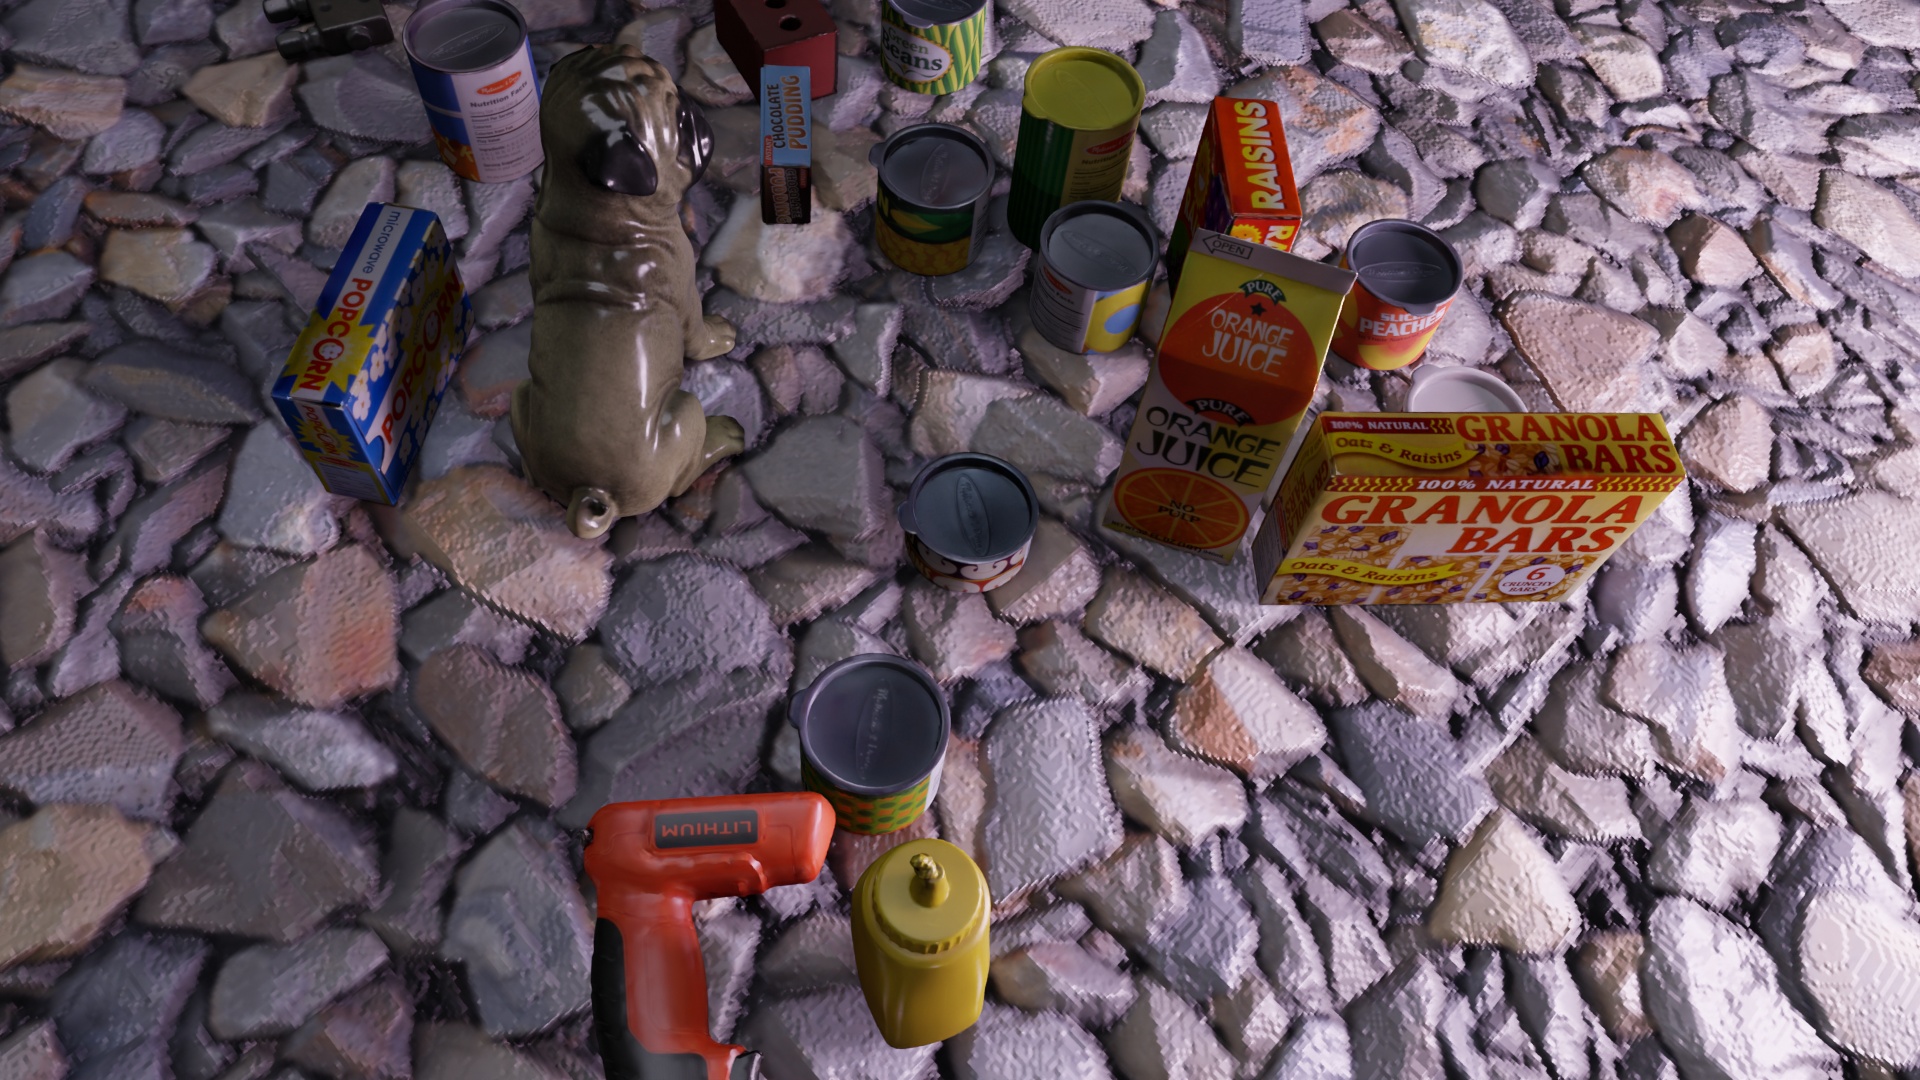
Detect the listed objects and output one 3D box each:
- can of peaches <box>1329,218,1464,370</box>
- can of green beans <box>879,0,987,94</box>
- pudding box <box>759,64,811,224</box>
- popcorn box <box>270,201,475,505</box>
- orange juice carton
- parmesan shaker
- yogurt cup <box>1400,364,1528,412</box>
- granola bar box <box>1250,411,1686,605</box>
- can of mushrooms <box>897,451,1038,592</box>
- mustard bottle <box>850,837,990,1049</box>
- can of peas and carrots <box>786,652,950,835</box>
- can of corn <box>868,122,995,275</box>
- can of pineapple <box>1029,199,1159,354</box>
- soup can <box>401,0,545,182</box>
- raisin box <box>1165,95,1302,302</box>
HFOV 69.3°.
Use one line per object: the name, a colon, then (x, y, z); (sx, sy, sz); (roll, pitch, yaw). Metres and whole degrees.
can of peaches: (0.243, -0.137, 0.789); (0.071, 0.057, 0.071); (2, 59, -4)
can of green beans: (-0.018, -0.325, 0.876); (0.071, 0.057, 0.071); (2, 59, -4)
pudding box: (-0.103, -0.234, 0.818); (0.030, 0.049, 0.084); (-1, 59, -6)
popcorn box: (-0.289, -0.094, 0.696); (0.038, 0.084, 0.127); (10, 59, 0)
orange juice carton: (0.125, -0.073, 0.661); (0.072, 0.191, 0.073); (18, 59, 5)
parmesan shaker: (0.061, -0.219, 0.794); (0.071, 0.102, 0.071); (2, 59, -4)
yogurt cup: (0.261, -0.051, 0.741); (0.072, 0.053, 0.073); (2, 59, -4)
granola bar box: (0.238, -0.014, 0.676); (0.166, 0.123, 0.039); (0, 60, -6)
can of mushrooms: (0.003, -0.009, 0.703); (0.071, 0.033, 0.071); (2, 59, -4)
mustard bottle: (-0.014, 0.150, 0.533); (0.049, 0.159, 0.065); (-15, 62, -13)
can of peas and carrots: (-0.042, 0.092, 0.623); (0.071, 0.058, 0.071); (2, 59, -4)
can of corn: (-0.018, -0.196, 0.798); (0.071, 0.058, 0.071); (2, 59, -4)
can of pineapple: (0.075, -0.148, 0.779); (0.071, 0.057, 0.071); (2, 59, -4)
soup can: (-0.277, -0.260, 0.797); (0.071, 0.083, 0.071); (2, 59, -4)
raisin box: (0.145, -0.165, 0.758); (0.040, 0.122, 0.086); (1, 59, -5)
